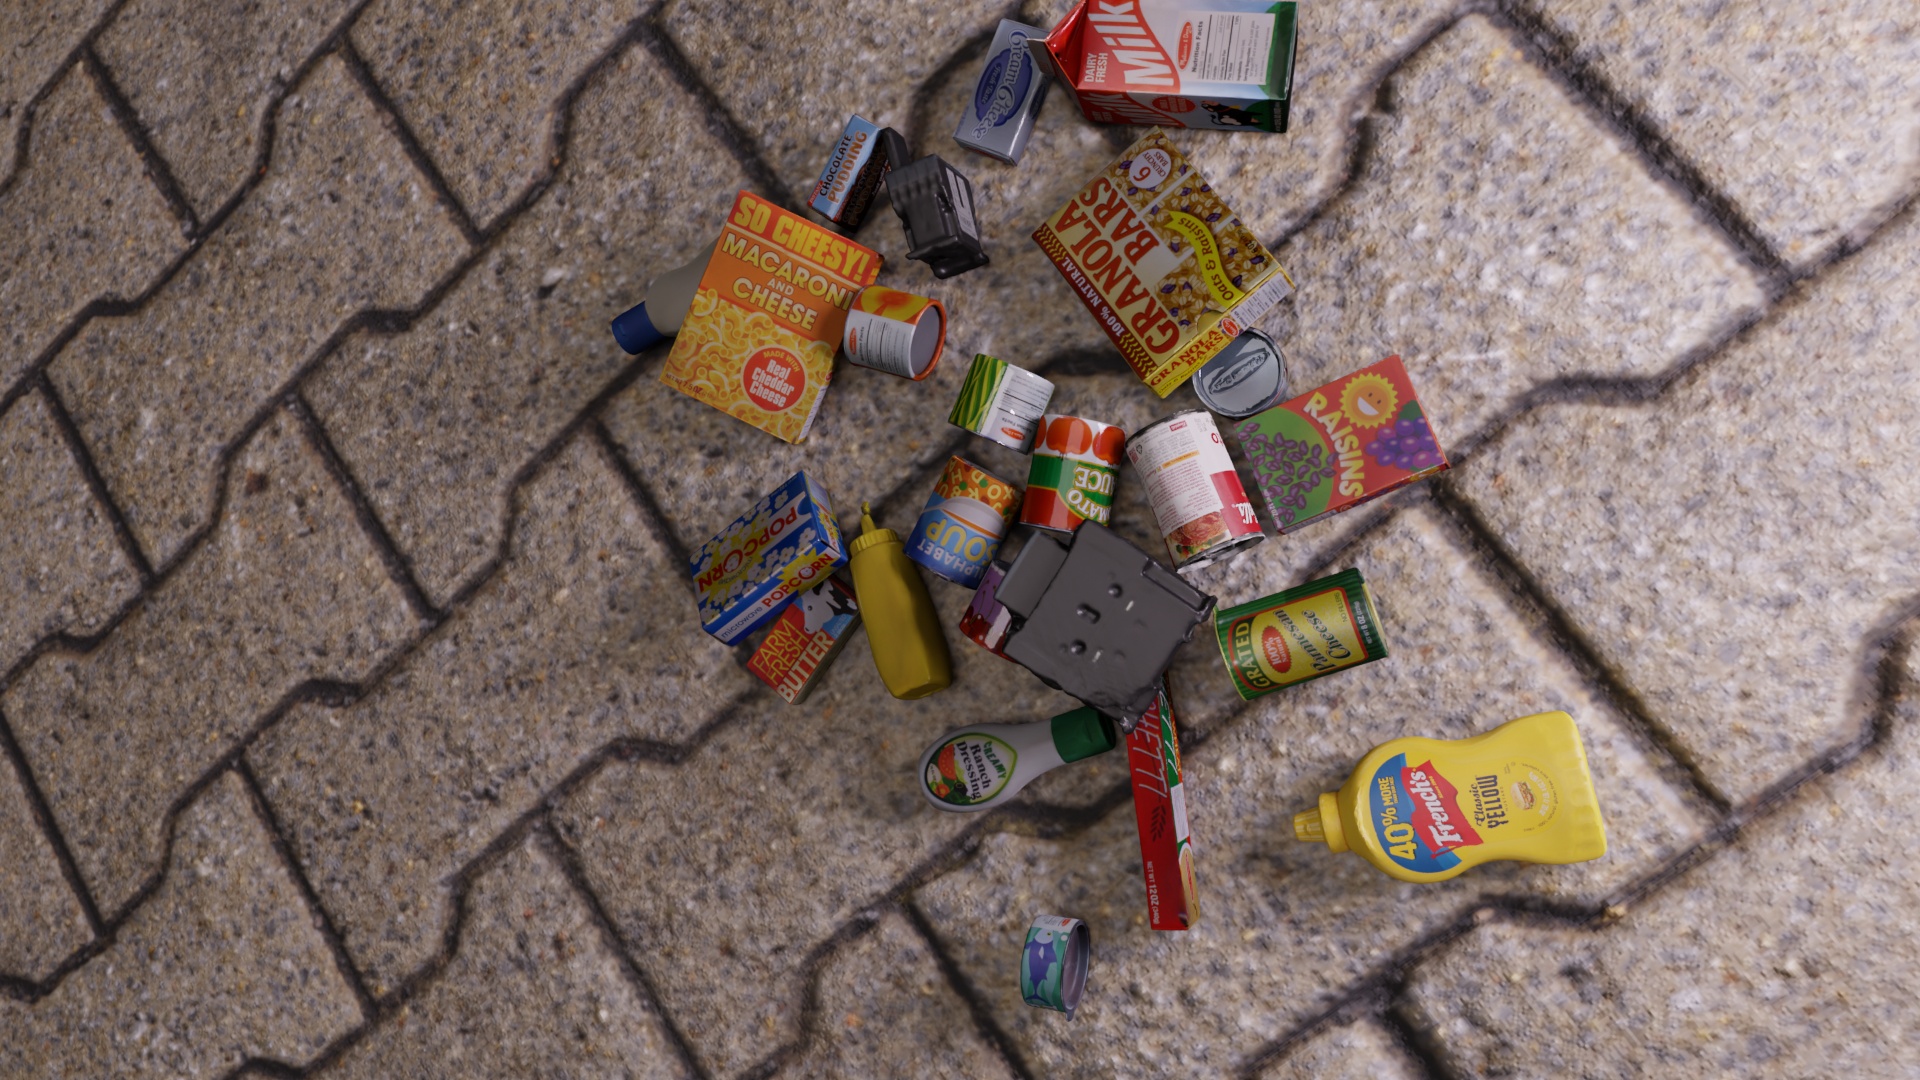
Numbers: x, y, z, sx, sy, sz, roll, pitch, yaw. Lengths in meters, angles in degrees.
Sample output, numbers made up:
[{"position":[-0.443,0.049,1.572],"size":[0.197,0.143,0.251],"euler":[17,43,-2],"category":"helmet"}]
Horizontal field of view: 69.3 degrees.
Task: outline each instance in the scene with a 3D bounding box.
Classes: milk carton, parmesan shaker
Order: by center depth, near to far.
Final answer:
[{"position":[0.234,0.062,0.961],"size":[0.103,0.071,0.071],"euler":[-21,79,18],"category":"parmesan shaker"},{"position":[0.146,-0.349,1.015],"size":[0.191,0.072,0.073],"euler":[7,89,13],"category":"milk carton"}]

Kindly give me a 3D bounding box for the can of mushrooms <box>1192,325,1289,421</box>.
[{"position":[0.203,-0.122,1.007],"size":[0.071,0.033,0.071],"euler":[-1,86,21],"category":"can of mushrooms"}]

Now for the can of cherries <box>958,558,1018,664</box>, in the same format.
[{"position":[0.042,0.055,1.034],"size":[0.071,0.071,0.058],"euler":[30,97,20],"category":"can of cherries"}]

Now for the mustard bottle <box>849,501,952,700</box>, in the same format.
[{"position":[-0.053,0.043,1.077],"size":[0.049,0.065,0.160],"euler":[-25,70,16],"category":"mustard bottle"}]

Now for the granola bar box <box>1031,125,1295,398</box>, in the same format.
[{"position":[0.144,-0.205,1.013],"size":[0.124,0.039,0.166],"euler":[-40,59,14],"category":"granola bar box"}]

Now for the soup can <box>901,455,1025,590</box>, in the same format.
[{"position":[0.004,-0.013,1.053],"size":[0.071,0.071,0.083],"euler":[29,96,20],"category":"soup can"}]

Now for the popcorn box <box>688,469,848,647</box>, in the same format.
[{"position":[-0.155,0.015,1.109],"size":[0.126,0.038,0.085],"euler":[-36,43,15],"category":"popcorn box"}]

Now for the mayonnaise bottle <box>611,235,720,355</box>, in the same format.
[{"position":[-0.226,-0.205,1.172],"size":[0.148,0.041,0.065],"euler":[-25,83,18],"category":"mayonnaise bottle"}]

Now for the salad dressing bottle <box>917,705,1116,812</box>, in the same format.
[{"position":[0.042,0.160,1.039],"size":[0.147,0.044,0.064],"euler":[-21,80,18],"category":"salad dressing bottle"}]

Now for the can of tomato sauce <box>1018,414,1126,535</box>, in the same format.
[{"position":[0.085,-0.046,1.027],"size":[0.071,0.071,0.083],"euler":[11,89,21],"category":"can of tomato sauce"}]

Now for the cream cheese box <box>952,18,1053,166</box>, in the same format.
[{"position":[0.038,-0.353,1.092],"size":[0.053,0.024,0.103],"euler":[24,94,20],"category":"cream cheese box"}]

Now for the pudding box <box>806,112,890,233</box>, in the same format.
[{"position":[-0.086,-0.296,1.121],"size":[0.030,0.049,0.083],"euler":[32,97,18],"category":"pudding box"}]

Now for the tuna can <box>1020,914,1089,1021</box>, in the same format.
[{"position":[0.069,0.308,1.004],"size":[0.033,0.071,0.071],"euler":[3,87,22],"category":"tuna can"}]

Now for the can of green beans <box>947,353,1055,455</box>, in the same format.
[{"position":[0.031,-0.103,1.053],"size":[0.071,0.071,0.057],"euler":[24,94,21],"category":"can of green beans"}]

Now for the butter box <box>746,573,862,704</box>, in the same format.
[{"position":[-0.122,0.077,1.118],"size":[0.053,0.024,0.103],"euler":[39,99,18],"category":"butter box"}]

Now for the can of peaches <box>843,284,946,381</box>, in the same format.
[{"position":[-0.049,-0.164,1.090],"size":[0.058,0.071,0.071],"euler":[17,92,21],"category":"can of peaches"}]

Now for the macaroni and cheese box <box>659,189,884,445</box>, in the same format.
[{"position":[-0.151,-0.179,1.115],"size":[0.124,0.040,0.166],"euler":[26,100,0],"category":"macaroni and cheese box"}]

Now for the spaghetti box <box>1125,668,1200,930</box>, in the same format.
[{"position":[0.139,0.150,1.000],"size":[0.028,0.050,0.250],"euler":[-9,82,19],"category":"spaghetti box"}]

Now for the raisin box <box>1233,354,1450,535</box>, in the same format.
[{"position":[0.267,-0.066,0.975],"size":[0.123,0.040,0.086],"euler":[-24,77,19],"category":"raisin box"}]
